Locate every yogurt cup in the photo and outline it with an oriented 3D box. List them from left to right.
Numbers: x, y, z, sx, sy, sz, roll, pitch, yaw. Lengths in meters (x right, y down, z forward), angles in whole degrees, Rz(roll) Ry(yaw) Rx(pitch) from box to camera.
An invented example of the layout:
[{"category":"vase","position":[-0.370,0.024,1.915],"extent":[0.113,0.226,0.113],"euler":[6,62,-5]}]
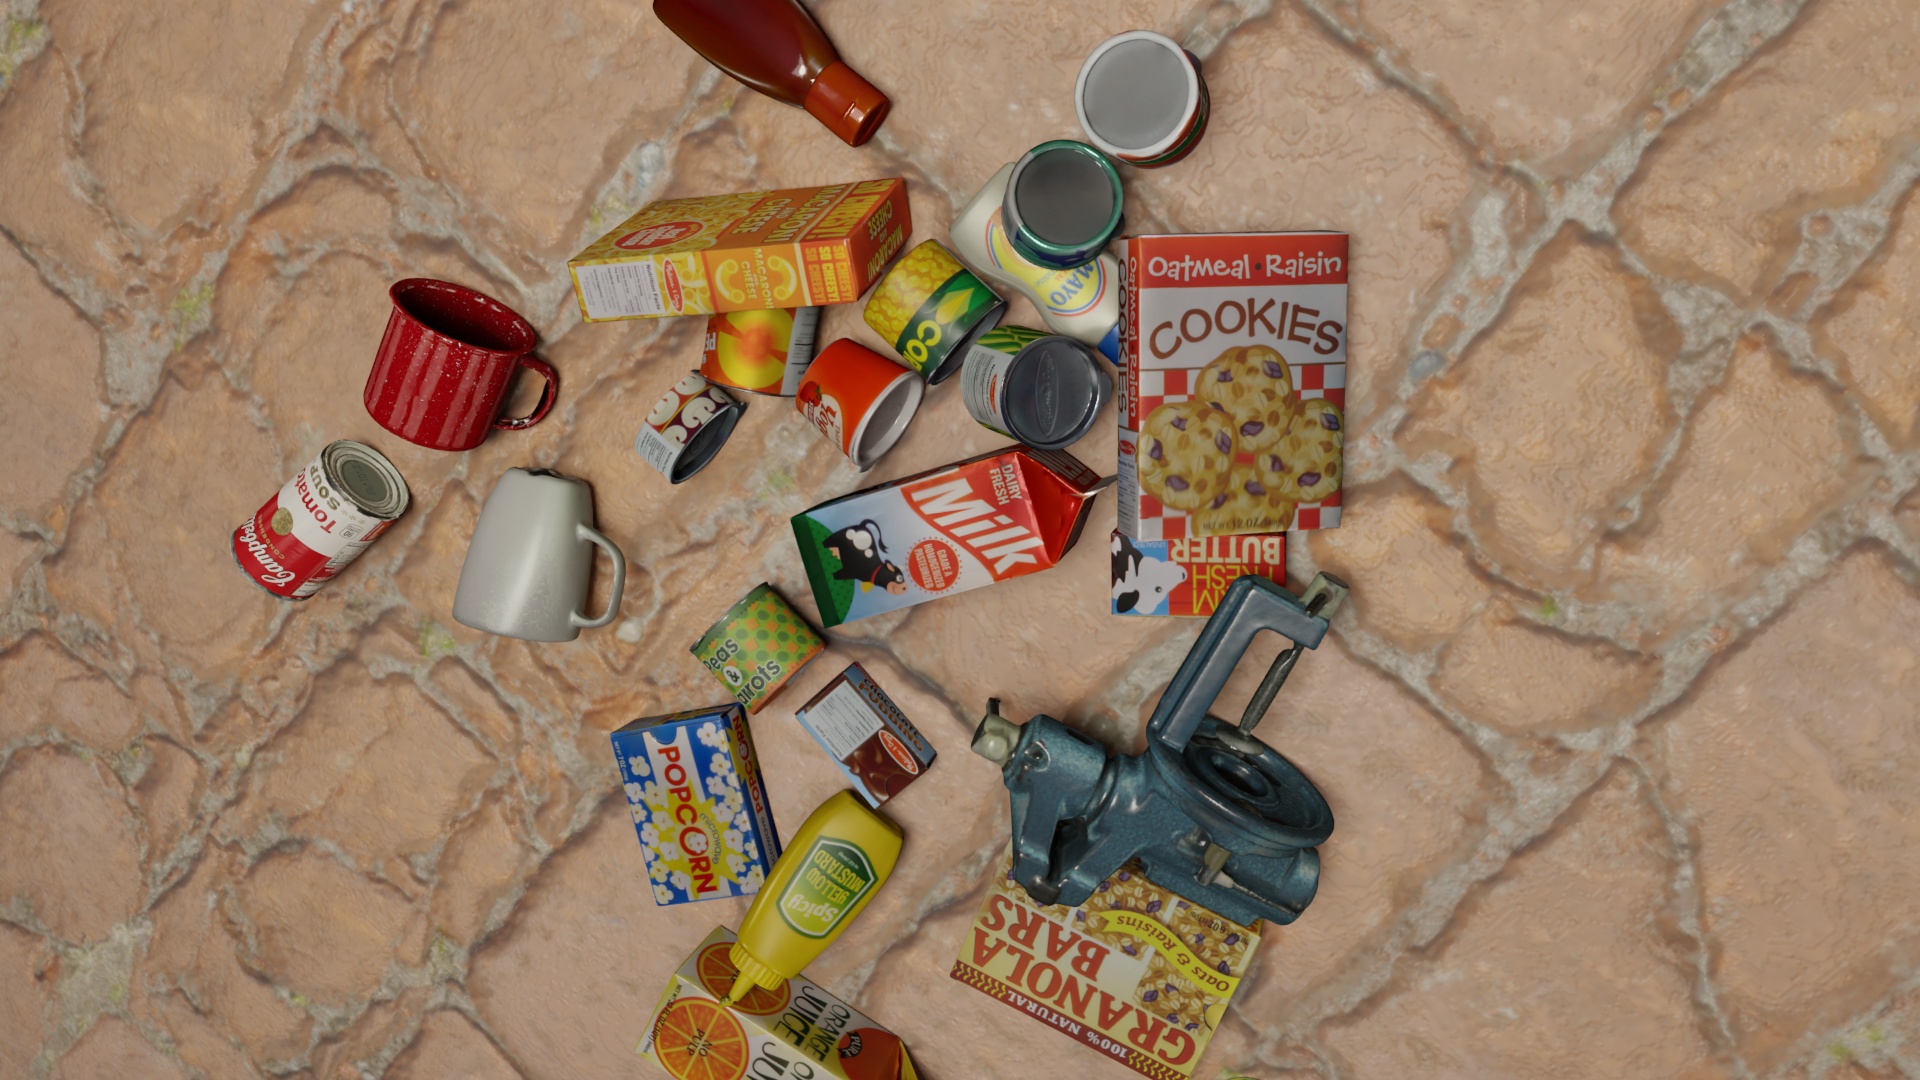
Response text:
[{"category":"yogurt cup","position":[-0.063,-0.087,0.846],"extent":[0.054,0.072,0.072],"euler":[36,107,14]}]

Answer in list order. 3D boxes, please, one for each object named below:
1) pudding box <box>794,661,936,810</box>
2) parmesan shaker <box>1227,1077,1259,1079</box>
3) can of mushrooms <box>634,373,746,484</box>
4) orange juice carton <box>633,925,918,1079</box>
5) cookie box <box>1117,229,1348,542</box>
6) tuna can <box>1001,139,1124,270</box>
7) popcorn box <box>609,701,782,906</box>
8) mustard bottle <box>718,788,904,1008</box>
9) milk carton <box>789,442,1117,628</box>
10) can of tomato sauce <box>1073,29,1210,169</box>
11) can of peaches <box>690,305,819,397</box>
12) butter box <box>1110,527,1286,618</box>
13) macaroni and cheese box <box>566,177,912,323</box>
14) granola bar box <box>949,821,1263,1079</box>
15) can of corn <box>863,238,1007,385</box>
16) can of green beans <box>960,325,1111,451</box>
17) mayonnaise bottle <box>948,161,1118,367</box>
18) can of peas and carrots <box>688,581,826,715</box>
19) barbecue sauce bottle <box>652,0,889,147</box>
[{"category":"pudding box","position":[-0.062,0.127,0.903],"extent":[0.049,0.030,0.083],"euler":[-42,89,17]},{"category":"parmesan shaker","position":[0.174,0.391,0.854],"extent":[0.071,0.103,0.071],"euler":[3,102,14]},{"category":"can of mushrooms","position":[-0.170,-0.072,0.876],"extent":[0.033,0.071,0.071],"euler":[39,107,5]},{"category":"orange juice carton","position":[-0.112,0.351,0.936],"extent":[0.193,0.073,0.071],"euler":[30,106,7]},{"category":"cookie box","position":[0.151,-0.088,0.778],"extent":[0.123,0.040,0.167],"euler":[-4,101,-12]},{"category":"tuna can","position":[0.059,-0.187,0.775],"extent":[0.071,0.033,0.071],"euler":[0,83,-3]},{"category":"popcorn box","position":[-0.176,0.178,0.938],"extent":[0.085,0.038,0.126],"euler":[-11,98,17]},{"category":"mustard bottle","position":[-0.103,0.240,0.899],"extent":[0.065,0.049,0.160],"euler":[37,85,-7]},{"category":"milk carton","position":[0.003,-0.011,0.838],"extent":[0.190,0.072,0.073],"euler":[-16,96,17]},{"category":"can of tomato sauce","position":[0.102,-0.242,0.762],"extent":[0.071,0.083,0.071],"euler":[3,102,14]},{"category":"can of peaches","position":[-0.125,-0.124,0.852],"extent":[0.071,0.071,0.058],"euler":[15,104,11]},{"category":"butter box","position":[0.143,0.019,0.833],"extent":[0.103,0.024,0.053],"euler":[0,101,15]},{"category":"macaroni and cheese box","position":[-0.124,-0.170,0.812],"extent":[0.166,0.124,0.040],"euler":[-1,119,15]},{"category":"granola bar box","position":[0.091,0.257,0.883],"extent":[0.166,0.039,0.123],"euler":[24,106,9]},{"category":"can of corn","position":[-0.017,-0.134,0.821],"extent":[0.058,0.071,0.071],"euler":[43,108,4]},{"category":"can of green beans","position":[0.041,-0.090,0.807],"extent":[0.071,0.058,0.071],"euler":[-7,107,-23]},{"category":"mayonnaise bottle","position":[0.065,-0.151,0.811],"extent":[0.148,0.041,0.064],"euler":[43,100,4]},{"category":"can of peas and carrots","position":[-0.130,0.070,0.888],"extent":[0.059,0.071,0.070],"euler":[46,108,2]},{"category":"barbecue sauce bottle","position":[-0.110,-0.294,0.828],"extent":[0.148,0.044,0.064],"euler":[40,108,4]}]
